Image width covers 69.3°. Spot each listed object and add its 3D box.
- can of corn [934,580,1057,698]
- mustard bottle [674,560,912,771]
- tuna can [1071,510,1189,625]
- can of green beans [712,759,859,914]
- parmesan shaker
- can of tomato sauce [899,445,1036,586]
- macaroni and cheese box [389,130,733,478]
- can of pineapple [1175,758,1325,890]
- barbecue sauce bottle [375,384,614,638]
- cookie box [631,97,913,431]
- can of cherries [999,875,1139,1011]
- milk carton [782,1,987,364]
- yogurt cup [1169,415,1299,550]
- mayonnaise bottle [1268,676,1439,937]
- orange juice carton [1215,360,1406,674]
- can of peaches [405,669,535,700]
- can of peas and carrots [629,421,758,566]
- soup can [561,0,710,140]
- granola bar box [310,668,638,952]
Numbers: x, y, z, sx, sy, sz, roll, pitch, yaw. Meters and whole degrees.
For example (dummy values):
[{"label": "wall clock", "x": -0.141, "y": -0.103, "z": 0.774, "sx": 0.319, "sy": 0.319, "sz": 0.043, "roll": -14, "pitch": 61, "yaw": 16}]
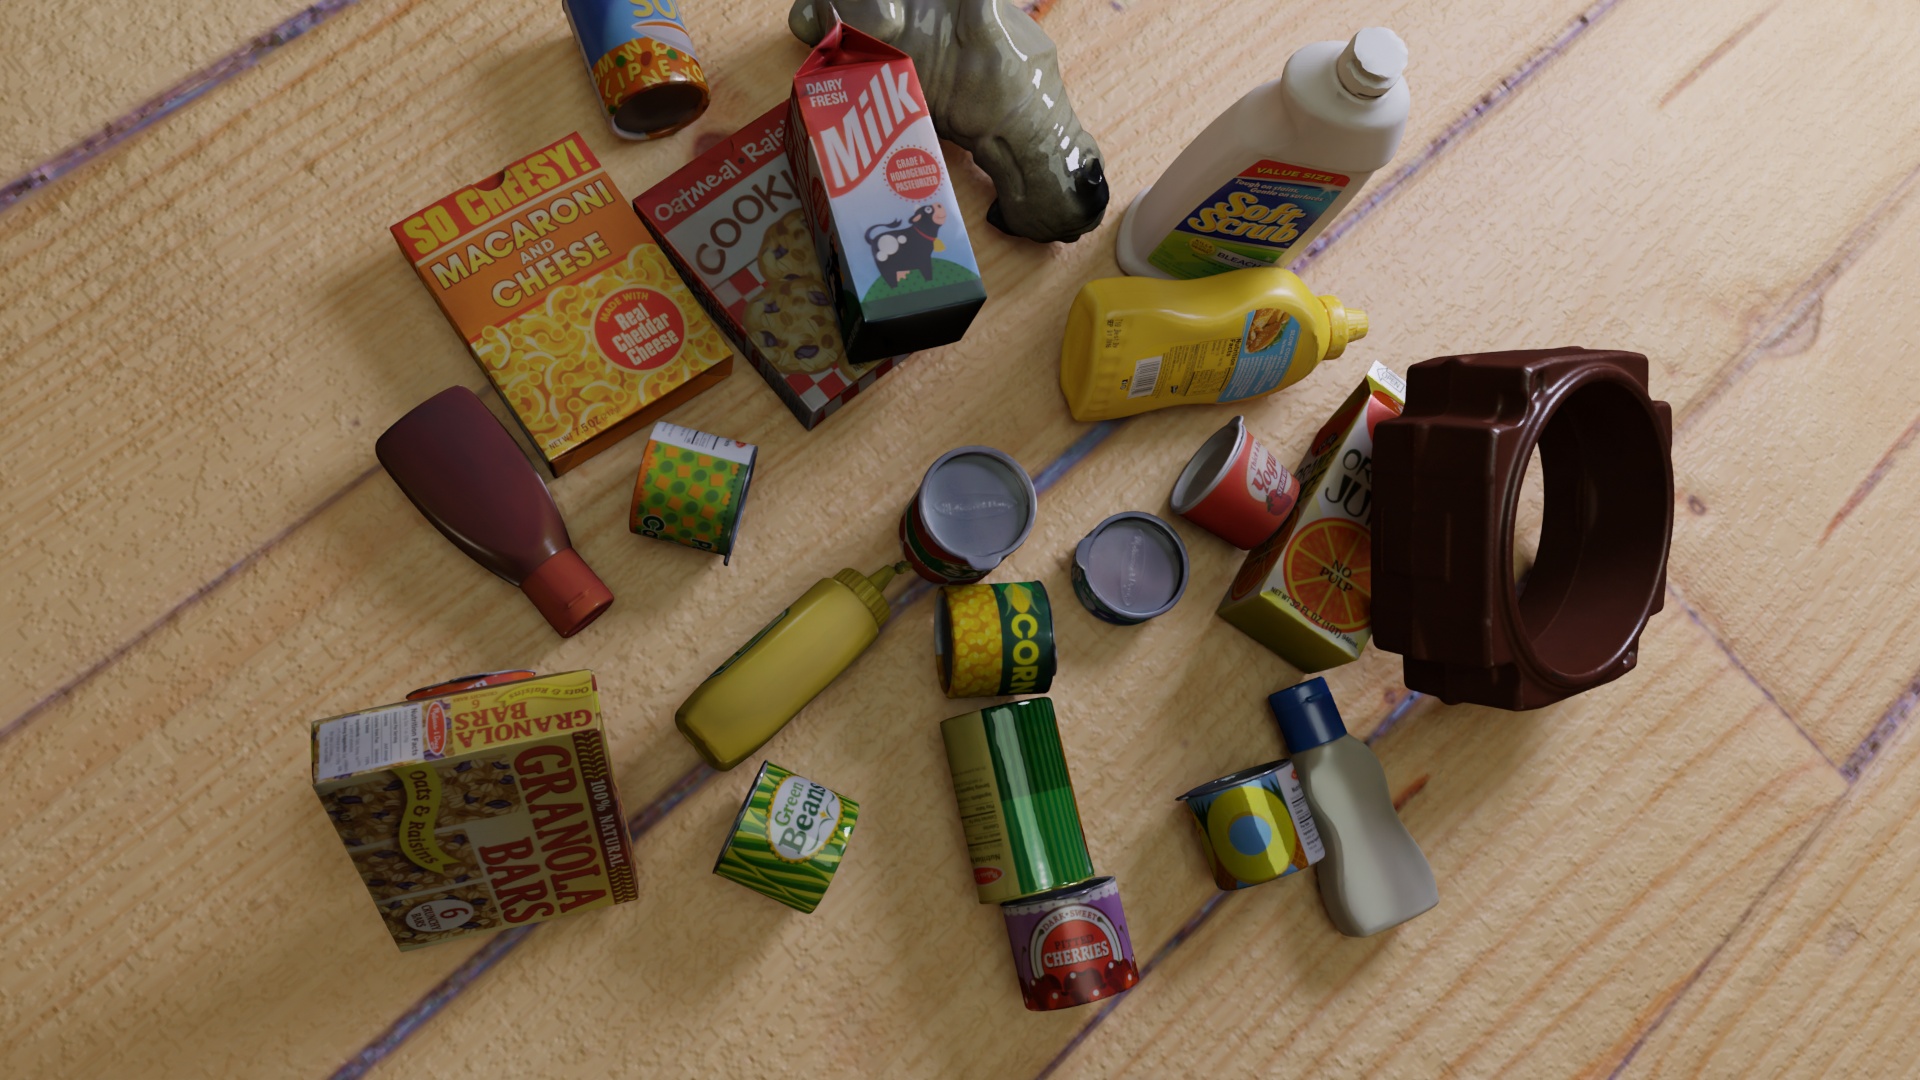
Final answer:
[{"label": "can of corn", "x": 0.019, "y": 0.058, "z": 0.796, "sx": 0.058, "sy": 0.071, "sz": 0.071, "roll": -2, "pitch": 78, "yaw": -11}, {"label": "mustard bottle", "x": -0.088, "y": 0.061, "z": 0.780, "sx": 0.161, "sy": 0.065, "sz": 0.049, "roll": -43, "pitch": 93, "yaw": -23}, {"label": "tuna can", "x": 0.100, "y": 0.017, "z": 0.841, "sx": 0.071, "sy": 0.032, "sz": 0.071, "roll": 3, "pitch": 77, "yaw": -11}, {"label": "can of green beans", "x": -0.094, "y": 0.161, "z": 0.751, "sx": 0.058, "sy": 0.071, "sz": 0.071, "roll": 25, "pitch": 74, "yaw": -5}, {"label": "parmesan shaker", "x": 0.033, "y": 0.144, "z": 0.778, "sx": 0.071, "sy": 0.071, "sz": 0.103, "roll": -10, "pitch": 79, "yaw": -13}, {"label": "can of tomato sauce", "x": 0.003, "y": -0.010, "z": 0.802, "sx": 0.071, "sy": 0.083, "sz": 0.071, "roll": 2, "pitch": 77, "yaw": -10}, {"label": "macaroni and cheese box", "x": -0.230, "y": -0.139, "z": 0.809, "sx": 0.124, "sy": 0.040, "sz": 0.166, "roll": -34, "pitch": 86, "yaw": -17}, {"label": "can of pineapple", "x": 0.168, "y": 0.165, "z": 0.803, "sx": 0.071, "sy": 0.071, "sz": 0.058, "roll": -17, "pitch": 81, "yaw": -14}, {"label": "barbecue sauce bottle", "x": -0.254, "y": -0.013, "z": 0.773, "sx": 0.065, "sy": 0.043, "sz": 0.148, "roll": -40, "pitch": 88, "yaw": -17}, {"label": "cookie box", "x": -0.097, "y": -0.170, "z": 0.842, "sx": 0.123, "sy": 0.040, "sz": 0.167, "roll": -39, "pitch": 87, "yaw": -17}, {"label": "can of cherries", "x": 0.060, "y": 0.222, "z": 0.765, "sx": 0.071, "sy": 0.071, "sz": 0.058, "roll": -11, "pitch": 80, "yaw": -13}, {"label": "milk carton", "x": -0.052, "y": -0.207, "z": 0.801, "sx": 0.073, "sy": 0.072, "sz": 0.191, "roll": -14, "pitch": 80, "yaw": -15}, {"label": "yogurt cup", "x": 0.169, "y": -0.030, "z": 0.851, "sx": 0.054, "sy": 0.072, "sz": 0.072, "roll": 36, "pitch": 73, "yaw": -10}, {"label": "mayonnaise bottle", "x": 0.229, "y": 0.156, "z": 0.830, "sx": 0.065, "sy": 0.041, "sz": 0.148, "roll": -18, "pitch": 80, "yaw": -16}, {"label": "orange juice carton", "x": 0.242, "y": -0.018, "z": 0.856, "sx": 0.072, "sy": 0.073, "sz": 0.193, "roll": 34, "pitch": 73, "yaw": -2}, {"label": "can of peaches", "x": -0.253, "y": 0.103, "z": 0.731, "sx": 0.071, "sy": 0.071, "sz": 0.058, "roll": -11, "pitch": 81, "yaw": -13}, {"label": "can of peas and carrots", "x": -0.151, "y": -0.027, "z": 0.785, "sx": 0.059, "sy": 0.070, "sz": 0.071, "roll": 15, "pitch": 75, "yaw": -7}, {"label": "soup can", "x": -0.193, "y": -0.296, "z": 0.838, "sx": 0.071, "sy": 0.071, "sz": 0.084, "roll": -20, "pitch": 82, "yaw": -15}, {"label": "granola bar box", "x": -0.231, "y": 0.135, "z": 0.682, "sx": 0.124, "sy": 0.164, "sz": 0.039, "roll": -10, "pitch": 50, "yaw": -14}]
